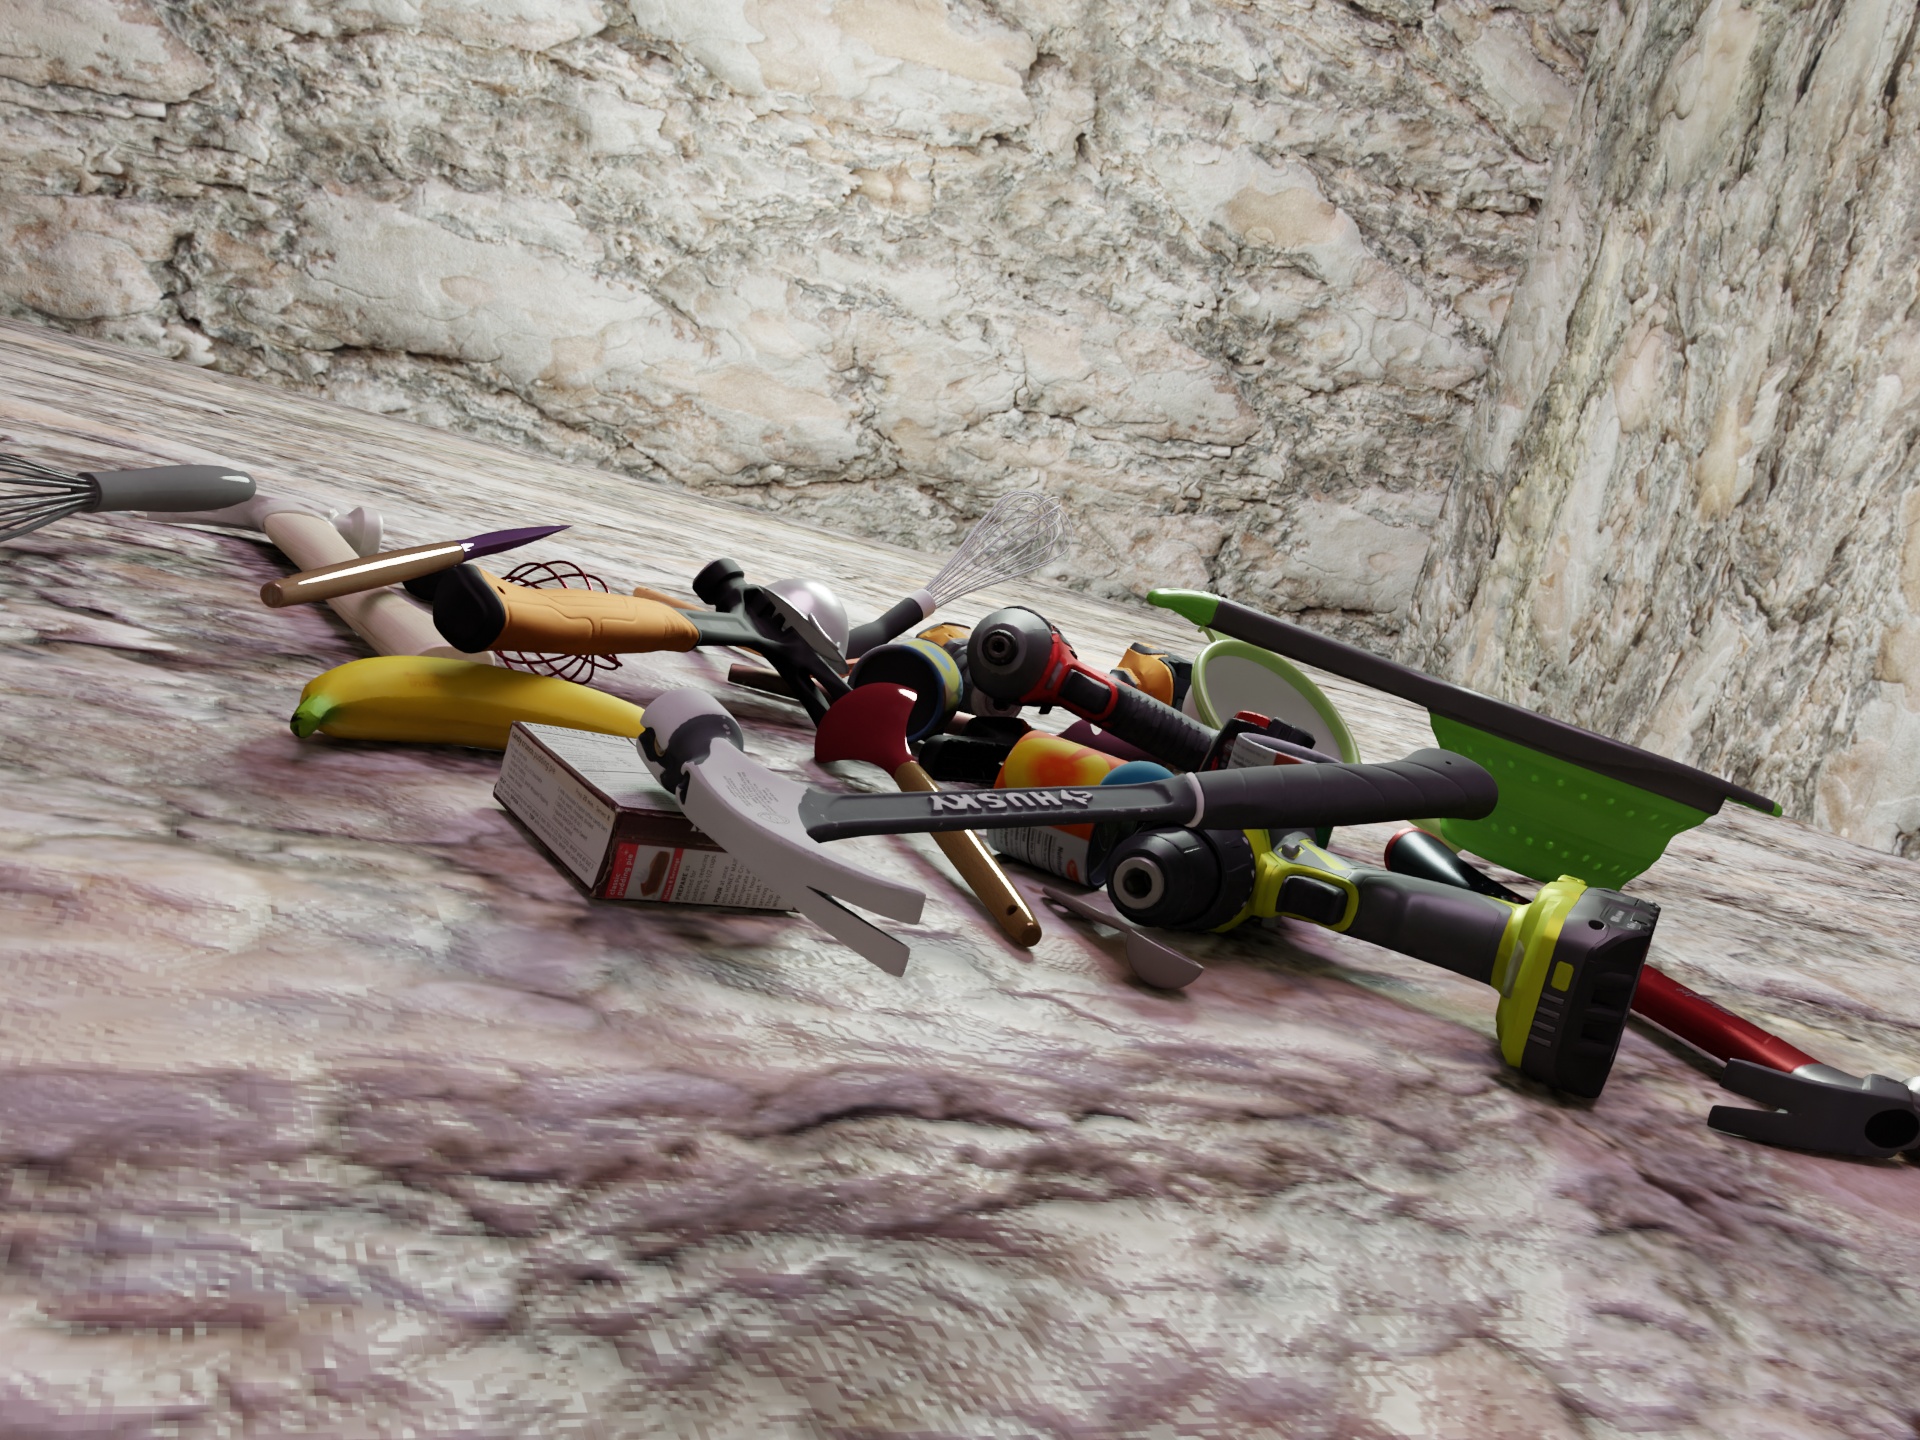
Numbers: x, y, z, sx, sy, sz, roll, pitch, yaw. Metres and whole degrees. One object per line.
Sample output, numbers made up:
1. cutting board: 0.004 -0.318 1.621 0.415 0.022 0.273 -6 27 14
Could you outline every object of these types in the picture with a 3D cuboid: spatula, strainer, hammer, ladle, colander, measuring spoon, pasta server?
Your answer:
1. spatula: -0.303 -0.092 0.904 0.060 0.018 0.316 -8 11 10
2. strainer: 0.255 0.044 1.164 0.256 0.069 0.152 30 38 -16
3. hammer: -0.372 -0.084 0.934 0.146 0.038 0.411 8 12 -35
4. strainer: -0.137 -0.067 1.090 0.086 0.050 0.258 47 -23 -25
5. ladle: -0.020 0.038 0.794 0.031 0.069 0.316 57 -4 -26
6. colander: 0.287 0.022 0.967 0.397 0.094 0.204 19 6 -7
7. measuring spoon: 0.064 0.094 0.694 0.034 0.018 0.124 29 -4 -24
8. hammer: -0.160 -0.044 0.838 0.127 0.034 0.337 47 13 11
9. measuring spoon: 0.122 0.026 0.742 0.128 0.021 0.042 -4 13 -23
10. hammer: 0.335 0.130 0.868 0.143 0.038 0.387 11 10 -20
11. spatula: -0.157 -0.069 1.199 0.081 0.041 0.323 -9 23 -42
12. hammer: 0.084 0.034 0.648 0.408 0.036 0.149 0 26 -36
13. pasta server: -0.002 -0.003 1.090 0.316 0.060 0.040 13 50 -6

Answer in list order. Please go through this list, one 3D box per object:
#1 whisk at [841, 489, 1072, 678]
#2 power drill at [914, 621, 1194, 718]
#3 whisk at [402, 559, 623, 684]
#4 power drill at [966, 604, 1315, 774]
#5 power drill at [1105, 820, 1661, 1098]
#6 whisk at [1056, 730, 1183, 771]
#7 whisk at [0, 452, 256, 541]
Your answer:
1. whisk: -0.010 -0.106 1.262 0.070 0.070 0.284 23 47 37
2. power drill: 0.084 -0.021 1.226 0.226 0.084 0.185 9 10 -15
3. whisk: -0.281 -0.072 0.965 0.073 0.073 0.296 9 6 -39
4. power drill: 0.105 -0.004 0.995 0.220 0.078 0.143 28 3 12
5. power drill: 0.188 0.091 0.729 0.229 0.080 0.190 17 8 26
6. whisk: 0.177 0.029 1.194 0.244 0.051 0.047 8 18 -29
7. whisk: -0.482 -0.124 0.876 0.055 0.055 0.239 19 16 17
